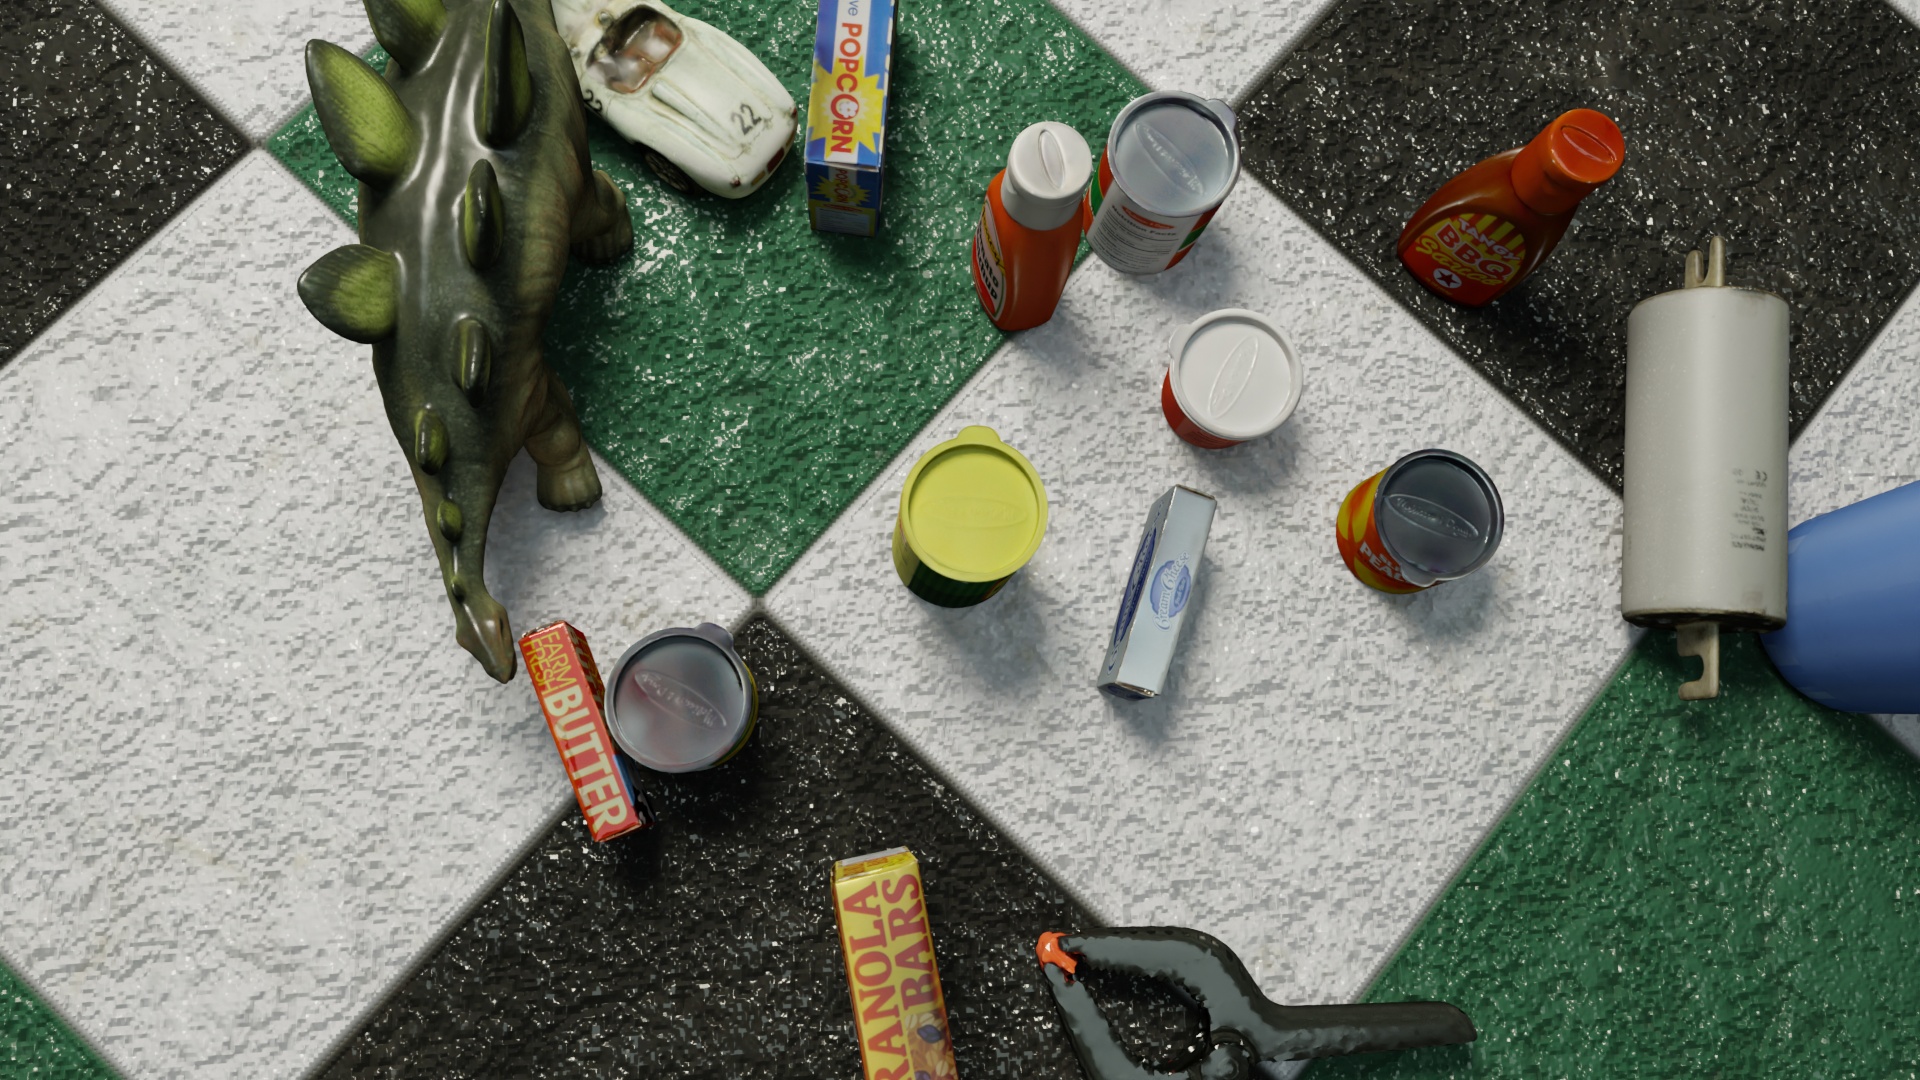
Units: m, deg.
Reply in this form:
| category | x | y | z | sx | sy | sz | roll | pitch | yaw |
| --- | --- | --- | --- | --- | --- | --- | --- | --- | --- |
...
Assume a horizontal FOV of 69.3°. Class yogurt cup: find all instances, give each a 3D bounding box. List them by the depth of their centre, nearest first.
| category | x | y | z | sx | sy | sz | roll | pitch | yaw |
| --- | --- | --- | --- | --- | --- | --- | --- | --- | --- |
| yogurt cup | 0.135 | -0.079 | 0.714 | 0.072 | 0.054 | 0.072 | 1 | 80 | -5 |

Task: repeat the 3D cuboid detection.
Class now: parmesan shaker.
| category | x | y | z | sx | sy | sz | roll | pitch | yaw |
| --- | --- | --- | --- | --- | --- | --- | --- | --- | --- |
| parmesan shaker | 0.002 | -0.008 | 0.664 | 0.071 | 0.103 | 0.071 | 1 | 80 | -5 |

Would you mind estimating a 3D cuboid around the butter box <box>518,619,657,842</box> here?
| category | x | y | z | sx | sy | sz | roll | pitch | yaw |
| --- | --- | --- | --- | --- | --- | --- | --- | --- | --- |
| butter box | -0.176 | 0.091 | 0.656 | 0.024 | 0.053 | 0.103 | -22 | 83 | -8 |

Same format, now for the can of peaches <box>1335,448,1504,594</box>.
| category | x | y | z | sx | sy | sz | roll | pitch | yaw |
| --- | --- | --- | --- | --- | --- | --- | --- | --- | --- |
| can of peaches | 0.231 | -0.006 | 0.707 | 0.071 | 0.058 | 0.071 | 1 | 80 | -5 |

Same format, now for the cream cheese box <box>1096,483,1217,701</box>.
| category | x | y | z | sx | sy | sz | roll | pitch | yaw |
| --- | --- | --- | --- | --- | --- | --- | --- | --- | --- |
| cream cheese box | 0.097 | 0.028 | 0.691 | 0.024 | 0.053 | 0.104 | 19 | 79 | -1 |

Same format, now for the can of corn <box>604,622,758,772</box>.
| category | x | y | z | sx | sy | sz | roll | pitch | yaw |
| --- | --- | --- | --- | --- | --- | --- | --- | --- | --- |
| can of corn | -0.129 | 0.075 | 0.661 | 0.071 | 0.058 | 0.071 | 1 | 80 | -5 |

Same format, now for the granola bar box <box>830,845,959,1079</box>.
| category | x | y | z | sx | sy | sz | roll | pitch | yaw |
| --- | --- | --- | --- | --- | --- | --- | --- | --- | --- |
| granola bar box | -0.024 | 0.223 | 0.610 | 0.039 | 0.124 | 0.165 | -10 | 81 | -6 |

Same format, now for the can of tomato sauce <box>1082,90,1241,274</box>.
| category | x | y | z | sx | sy | sz | roll | pitch | yaw |
| --- | --- | --- | --- | --- | --- | --- | --- | --- | --- |
| can of tomato sauce | 0.102 | -0.183 | 0.714 | 0.071 | 0.083 | 0.071 | 1 | 80 | -5 |

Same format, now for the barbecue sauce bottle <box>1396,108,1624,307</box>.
| category | x | y | z | sx | sy | sz | roll | pitch | yaw |
| --- | --- | --- | --- | --- | --- | --- | --- | --- | --- |
| barbecue sauce bottle | 0.275 | -0.165 | 0.693 | 0.065 | 0.148 | 0.044 | 34 | 79 | 1 |

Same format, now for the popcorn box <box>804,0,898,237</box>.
| category | x | y | z | sx | sy | sz | roll | pitch | yaw |
| --- | --- | --- | --- | --- | --- | --- | --- | --- | --- |
| popcorn box | -0.054 | -0.231 | 0.708 | 0.038 | 0.085 | 0.127 | 5 | 80 | -4 |

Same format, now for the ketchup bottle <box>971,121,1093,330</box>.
| category | x | y | z | sx | sy | sz | roll | pitch | yaw |
| --- | --- | --- | --- | --- | --- | --- | --- | --- | --- |
| ketchup bottle | 0.034 | -0.152 | 0.670 | 0.043 | 0.148 | 0.065 | -13 | 82 | -7 |
